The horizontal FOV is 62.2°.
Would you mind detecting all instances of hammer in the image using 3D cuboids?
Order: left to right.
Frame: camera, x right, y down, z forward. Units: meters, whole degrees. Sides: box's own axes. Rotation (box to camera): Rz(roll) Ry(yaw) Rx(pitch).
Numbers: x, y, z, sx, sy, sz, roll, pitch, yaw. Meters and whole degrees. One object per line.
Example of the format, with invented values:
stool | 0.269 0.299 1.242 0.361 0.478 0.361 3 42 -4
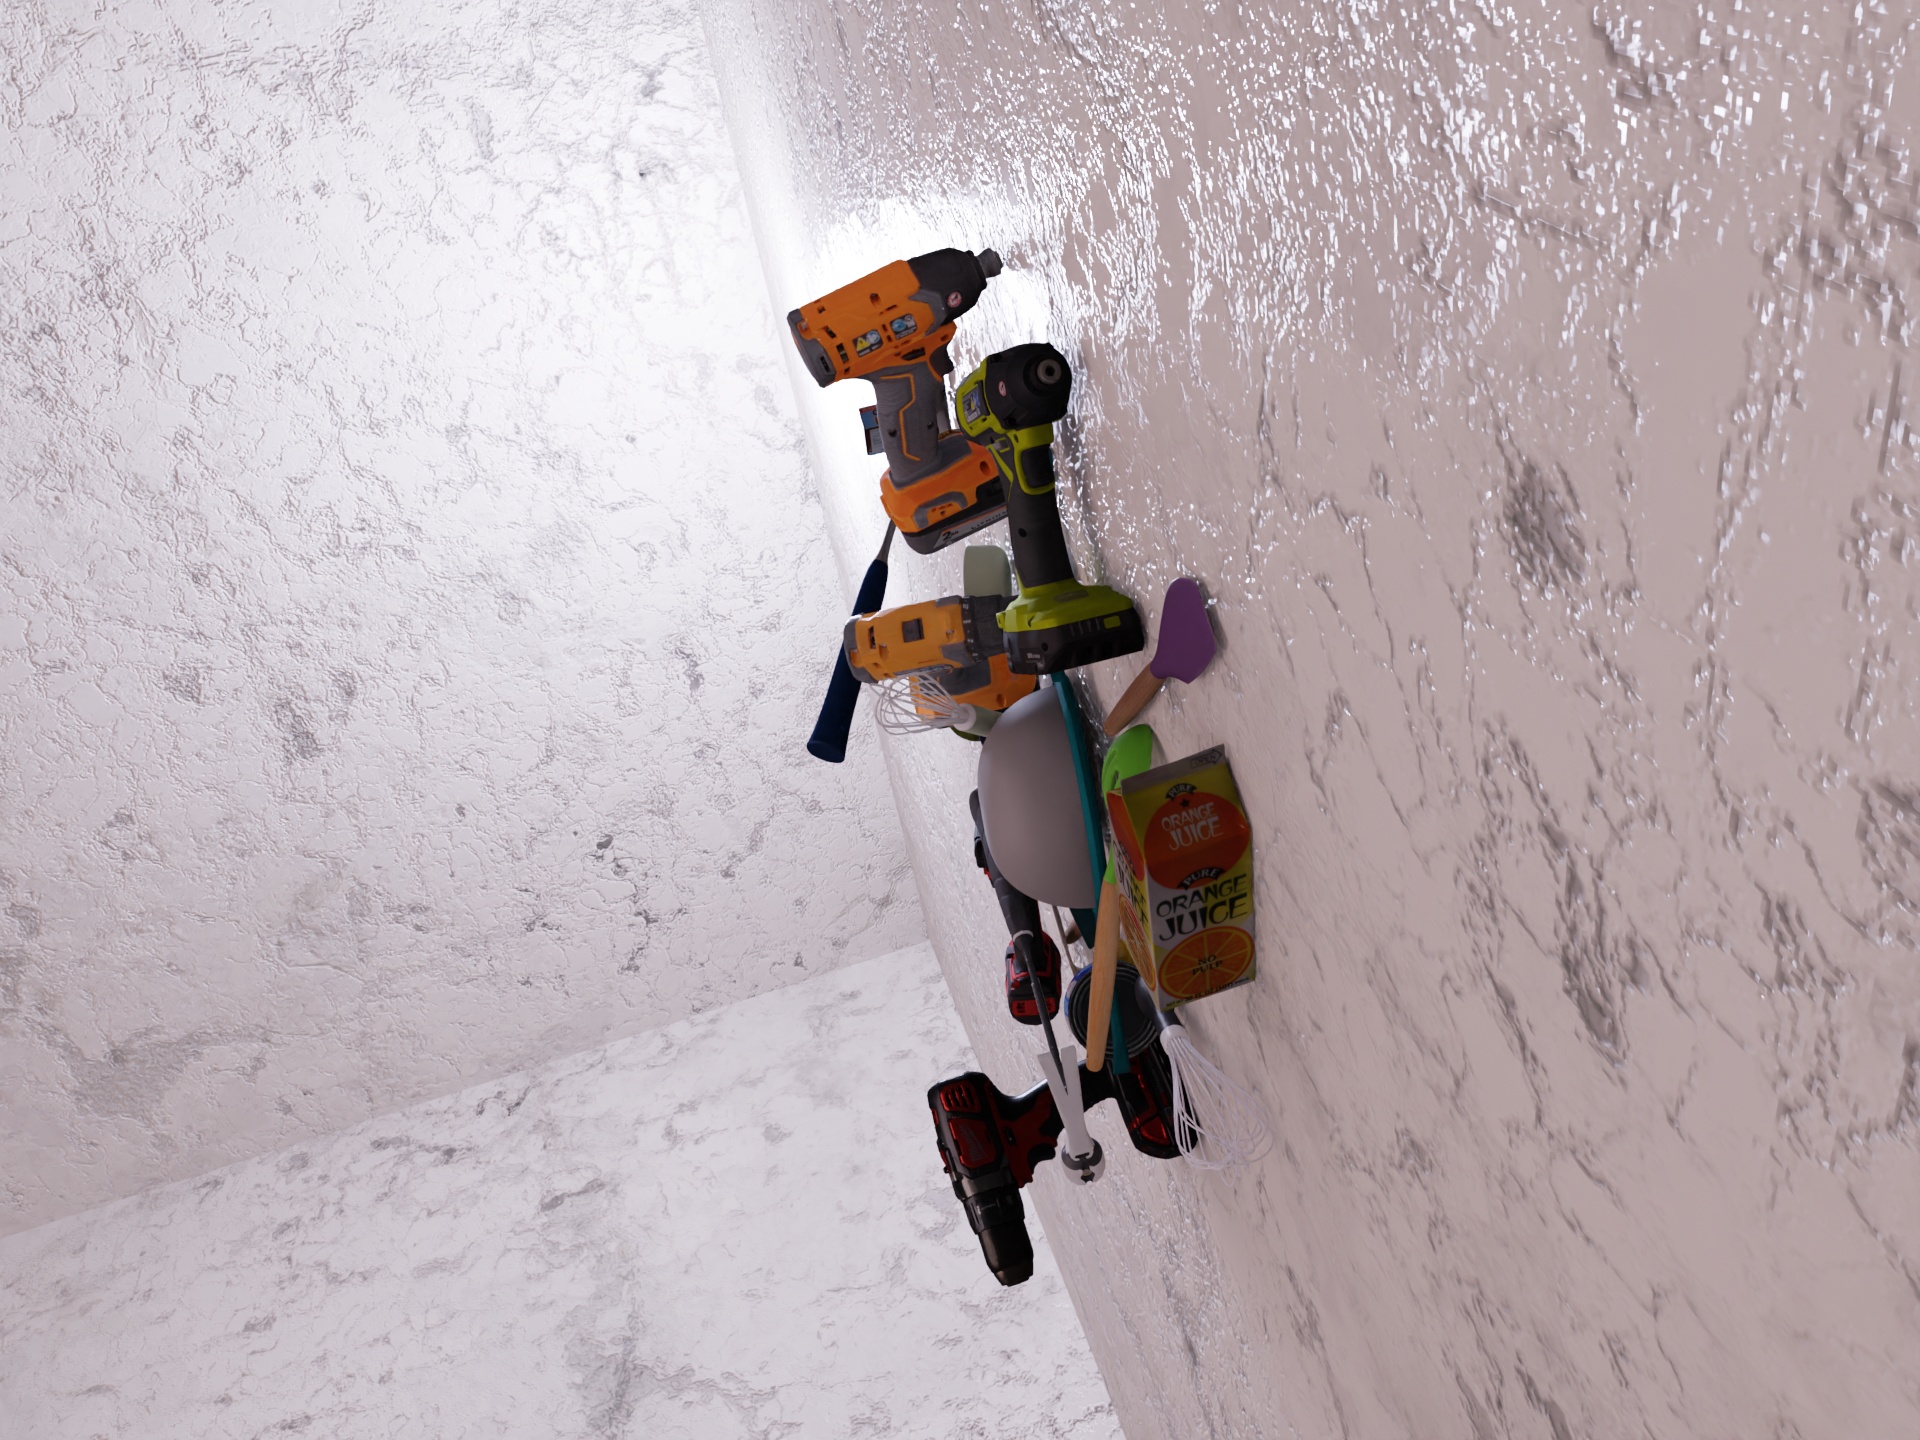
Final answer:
hammer | -0.070 -0.149 1.472 0.144 0.035 0.406 75 -153 -64
hammer | 0.057 0.205 1.429 0.409 0.036 0.149 -106 1 -49

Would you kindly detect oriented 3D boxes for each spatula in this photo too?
spatula | 0.116 0.206 1.620 0.317 0.044 0.082 96 150 -75
spatula | 0.129 -0.031 1.073 0.315 0.018 0.060 109 146 -76

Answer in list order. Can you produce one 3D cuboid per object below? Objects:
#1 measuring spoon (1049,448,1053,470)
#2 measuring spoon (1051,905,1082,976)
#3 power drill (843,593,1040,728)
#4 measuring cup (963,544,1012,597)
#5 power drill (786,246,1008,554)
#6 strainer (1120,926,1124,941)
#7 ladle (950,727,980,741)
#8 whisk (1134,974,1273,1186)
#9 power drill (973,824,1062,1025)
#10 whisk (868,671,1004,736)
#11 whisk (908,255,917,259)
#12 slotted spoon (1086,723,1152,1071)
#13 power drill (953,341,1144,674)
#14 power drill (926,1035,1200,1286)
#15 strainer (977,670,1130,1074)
measuring spoon | 0.076 -0.150 1.230 0.042 0.021 0.128 -117 22 -59
measuring spoon | 0.108 0.214 1.544 0.034 0.018 0.124 -91 -17 -78
power drill | 0.015 -0.059 1.404 0.226 0.185 0.084 38 -137 -72
measuring cup | 0.036 -0.111 1.523 0.167 0.038 0.083 58 -150 -65
power drill | -0.018 -0.253 1.230 0.226 0.164 0.084 63 -178 -44
strainer | 0.151 0.131 1.206 0.258 0.050 0.087 100 167 -67
ladle | 0.046 0.001 1.738 0.320 0.062 0.078 -159 53 -72
whisk | 0.177 0.270 1.254 0.285 0.070 0.070 -113 8 -71
power drill | 0.067 0.194 1.671 0.143 0.078 0.219 -84 -13 -65
whisk | -0.002 -0.004 1.376 0.059 0.058 0.246 34 -170 29
whisk | -0.054 -0.389 1.570 0.051 0.047 0.245 60 166 9
slotted spoon | 0.115 0.145 1.223 0.070 0.031 0.313 -104 15 -61
power drill | 0.058 -0.149 1.117 0.171 0.080 0.223 -169 65 -77
power drill | 0.098 0.387 1.432 0.080 0.226 0.188 89 163 -67
strainer | 0.074 0.132 1.349 0.211 0.095 0.340 78 -177 -79
